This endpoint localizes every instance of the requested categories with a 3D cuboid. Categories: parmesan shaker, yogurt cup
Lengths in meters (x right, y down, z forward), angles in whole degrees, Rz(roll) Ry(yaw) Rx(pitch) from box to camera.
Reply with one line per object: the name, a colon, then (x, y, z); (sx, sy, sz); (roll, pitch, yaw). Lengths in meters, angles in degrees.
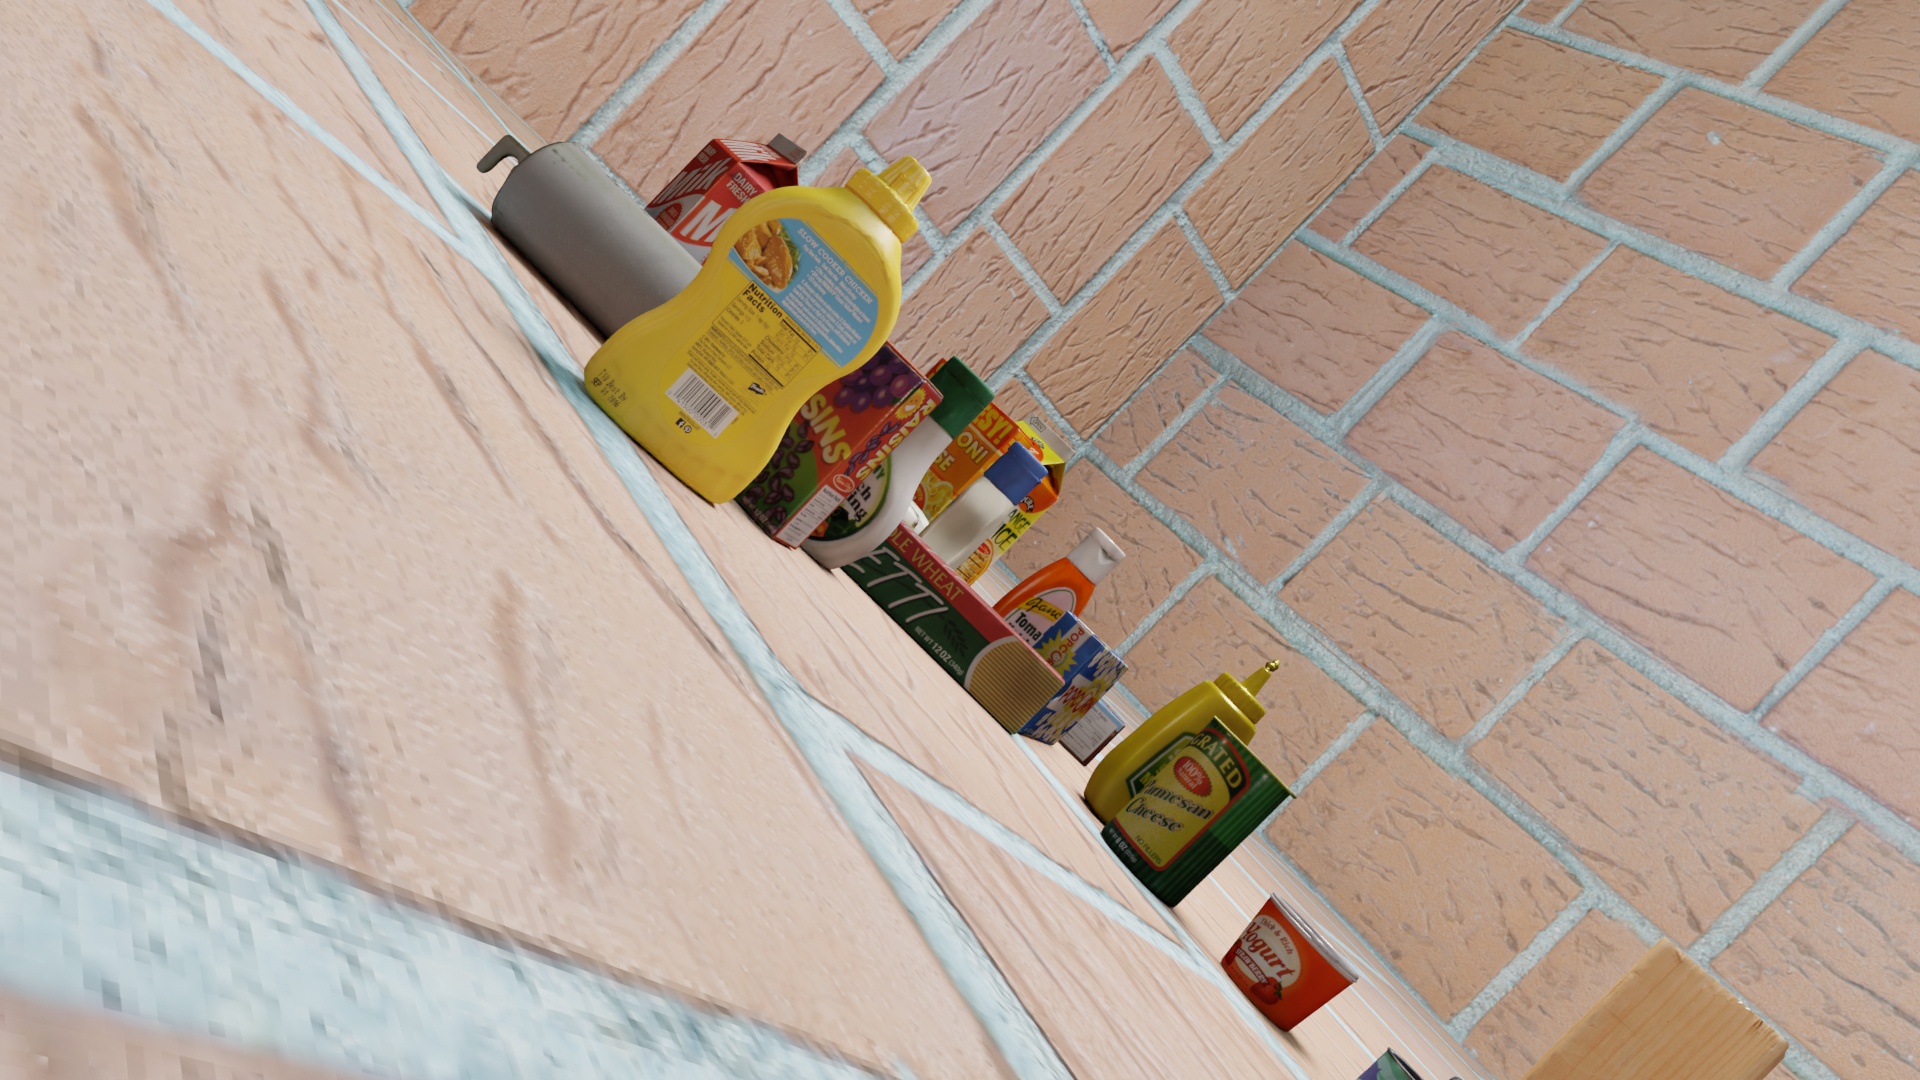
parmesan shaker: (0.147, 0.170, 0.859); (0.071, 0.103, 0.071); (45, 1, -1)
yogurt cup: (0.192, 0.250, 0.819); (0.072, 0.054, 0.072); (45, 2, -1)

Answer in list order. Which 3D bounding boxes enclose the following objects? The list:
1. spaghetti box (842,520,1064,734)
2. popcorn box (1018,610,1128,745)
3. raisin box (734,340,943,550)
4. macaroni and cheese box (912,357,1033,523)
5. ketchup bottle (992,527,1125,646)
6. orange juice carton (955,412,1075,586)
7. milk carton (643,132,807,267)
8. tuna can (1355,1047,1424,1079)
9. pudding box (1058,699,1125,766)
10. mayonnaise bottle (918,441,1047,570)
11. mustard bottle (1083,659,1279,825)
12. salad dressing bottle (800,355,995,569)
spaghetti box: (-0.036, 0.024, 0.913); (0.250, 0.050, 0.029); (45, 1, -2)
popcorn box: (0.072, 0.102, 1.004); (0.038, 0.085, 0.126); (45, 2, 19)
raisin box: (-0.084, -0.069, 0.785); (0.086, 0.123, 0.040); (45, 1, 21)
macaroni and cheese box: (-0.032, -0.072, 1.297); (0.124, 0.166, 0.040); (46, 2, 33)
ketchup bottle: (0.076, 0.053, 1.186); (0.064, 0.149, 0.043); (44, 1, -16)
orange juice carton: (0.024, -0.038, 1.350); (0.072, 0.192, 0.073); (46, 2, 36)
milk carton: (-0.196, -0.241, 1.076); (0.073, 0.190, 0.072); (44, 2, -39)
tuna can: (0.275, 0.346, 0.844); (0.071, 0.033, 0.071); (45, 2, -1)
pudding box: (0.088, 0.136, 1.131); (0.083, 0.049, 0.030); (45, 1, -5)
mayonnaise bottle: (0.004, -0.014, 1.082); (0.041, 0.148, 0.065); (45, 1, 4)
mustard bottle: (0.156, 0.135, 0.935); (0.065, 0.160, 0.049); (44, 1, -13)
salad dressing bottle: (-0.043, -0.049, 0.845); (0.064, 0.147, 0.044); (45, 1, 23)
